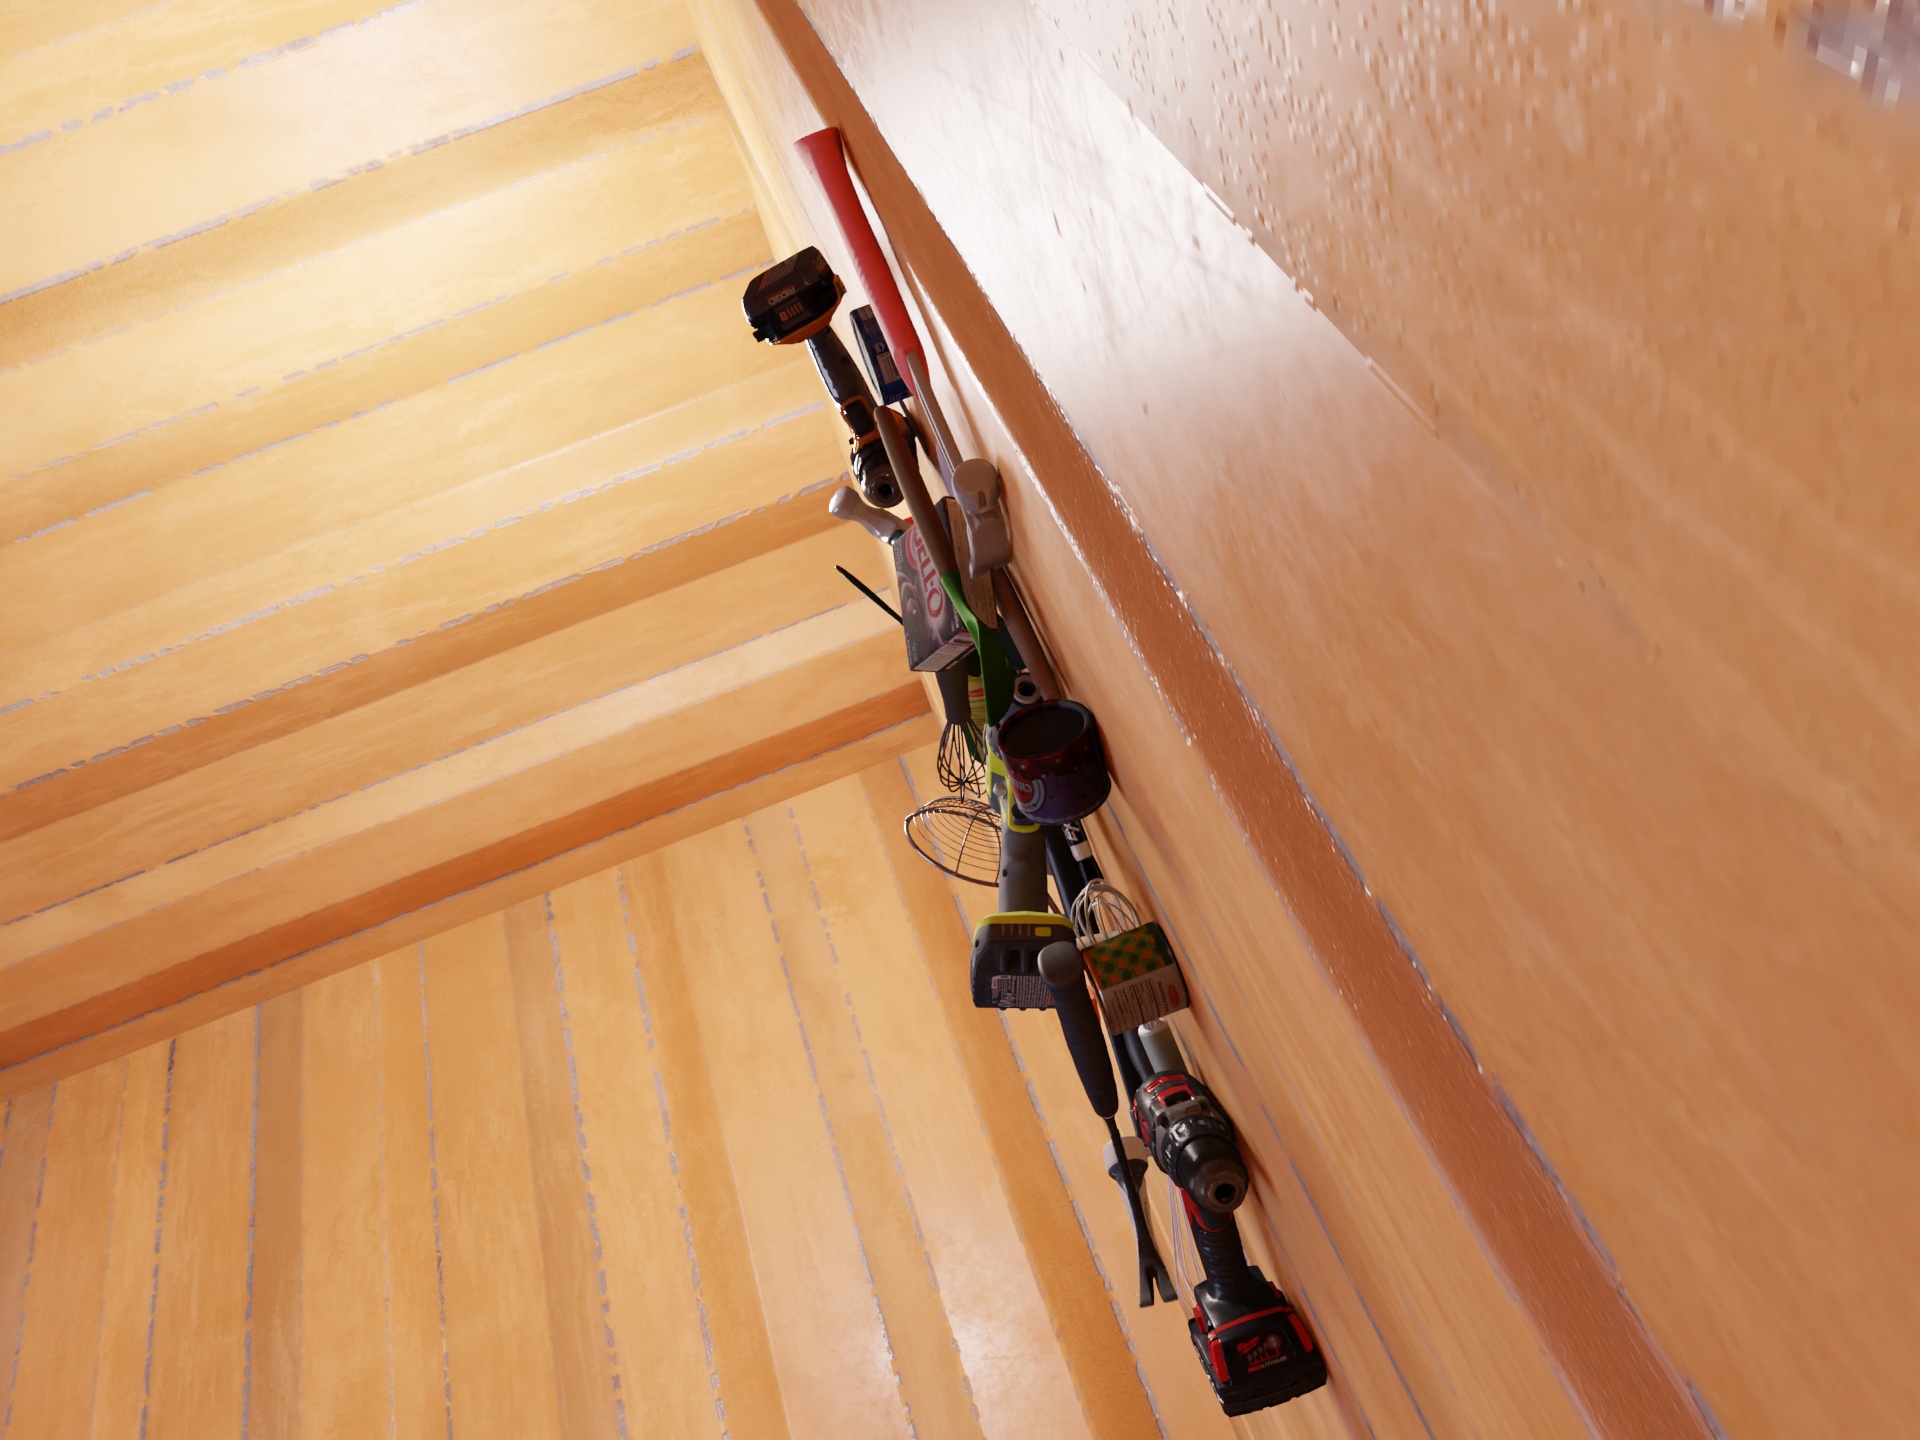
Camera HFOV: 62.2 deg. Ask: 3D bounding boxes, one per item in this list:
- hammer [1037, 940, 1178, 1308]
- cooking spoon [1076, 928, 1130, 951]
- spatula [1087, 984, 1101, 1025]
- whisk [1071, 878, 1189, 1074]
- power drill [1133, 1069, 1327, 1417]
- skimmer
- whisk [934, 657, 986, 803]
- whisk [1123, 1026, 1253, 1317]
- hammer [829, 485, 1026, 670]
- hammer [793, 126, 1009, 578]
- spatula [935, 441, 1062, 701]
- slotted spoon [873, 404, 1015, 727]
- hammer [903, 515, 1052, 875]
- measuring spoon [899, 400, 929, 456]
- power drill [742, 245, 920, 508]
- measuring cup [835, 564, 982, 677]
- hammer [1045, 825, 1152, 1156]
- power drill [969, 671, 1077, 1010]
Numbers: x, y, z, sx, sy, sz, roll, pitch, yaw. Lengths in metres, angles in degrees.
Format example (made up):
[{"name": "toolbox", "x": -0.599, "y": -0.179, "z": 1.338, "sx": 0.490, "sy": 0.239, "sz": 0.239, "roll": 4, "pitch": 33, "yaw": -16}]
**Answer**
[{"name": "hammer", "x": 0.107, "y": 0.290, "z": 1.166, "sx": 0.408, "sy": 0.036, "sz": 0.149, "roll": 72, "pitch": -175, "yaw": -46}, {"name": "cooking spoon", "x": 0.090, "y": 0.211, "z": 1.452, "sx": 0.069, "sy": 0.017, "sz": 0.319, "roll": 56, "pitch": 158, "yaw": 1}, {"name": "spatula", "x": 0.094, "y": 0.267, "z": 1.485, "sx": 0.322, "sy": 0.041, "sz": 0.081, "roll": 42, "pitch": -145, "yaw": -67}, {"name": "whisk", "x": 0.149, "y": 0.235, "z": 1.260, "sx": 0.059, "sy": 0.058, "sz": 0.246, "roll": -43, "pitch": -67, "yaw": -55}, {"name": "power drill", "x": 0.192, "y": 0.379, "z": 1.151, "sx": 0.188, "sy": 0.080, "sz": 0.226, "roll": -133, "pitch": 25, "yaw": -83}, {"name": "skimmer", "x": 0.059, "y": 0.188, "z": 1.559, "sx": 0.127, "sy": 0.090, "sz": 0.362, "roll": 42, "pitch": 170, "yaw": 42}, {"name": "whisk", "x": -0.003, "y": -0.004, "z": 1.366, "sx": 0.238, "sy": 0.055, "sz": 0.055, "roll": 81, "pitch": 169, "yaw": -54}, {"name": "whisk", "x": 0.192, "y": 0.390, "z": 1.407, "sx": 0.070, "sy": 0.070, "sz": 0.285, "roll": 77, "pitch": 176, "yaw": -72}, {"name": "hammer", "x": -0.014, "y": -0.119, "z": 1.361, "sx": 0.128, "sy": 0.033, "sz": 0.331, "roll": 27, "pitch": -168, "yaw": -29}, {"name": "hammer", "x": -0.044, "y": -0.281, "z": 1.164, "sx": 0.149, "sy": 0.036, "sz": 0.359, "roll": 78, "pitch": 170, "yaw": -73}, {"name": "spatula", "x": 0.025, "y": -0.115, "z": 1.234, "sx": 0.316, "sy": 0.018, "sz": 0.059, "roll": -112, "pitch": 4, "yaw": -46}, {"name": "slotted spoon", "x": -0.015, "y": -0.125, "z": 1.167, "sx": 0.070, "sy": 0.031, "sz": 0.314, "roll": 79, "pitch": 172, "yaw": -55}, {"name": "hammer", "x": 0.021, "y": -0.030, "z": 1.639, "sx": 0.143, "sy": 0.038, "sz": 0.386, "roll": -119, "pitch": 6, "yaw": -82}, {"name": "measuring spoon", "x": -0.051, "y": -0.298, "z": 1.448, "sx": 0.124, "sy": 0.018, "sz": 0.034, "roll": 63, "pitch": -179, "yaw": -24}, {"name": "power drill", "x": -0.108, "y": -0.301, "z": 1.438, "sx": 0.226, "sy": 0.084, "sz": 0.185, "roll": 59, "pitch": -169, "yaw": -23}, {"name": "measuring cup", "x": -0.040, "y": -0.100, "z": 1.389, "sx": 0.168, "sy": 0.038, "sz": 0.083, "roll": 38, "pitch": -169, "yaw": 17}, {"name": "hammer", "x": 0.134, "y": 0.253, "z": 1.504, "sx": 0.146, "sy": 0.035, "sz": 0.335, "roll": -32, "pitch": -75, "yaw": -77}, {"name": "power drill", "x": 0.048, "y": 0.090, "z": 1.204, "sx": 0.190, "sy": 0.080, "sz": 0.229, "roll": 88, "pitch": -177, "yaw": -65}]
